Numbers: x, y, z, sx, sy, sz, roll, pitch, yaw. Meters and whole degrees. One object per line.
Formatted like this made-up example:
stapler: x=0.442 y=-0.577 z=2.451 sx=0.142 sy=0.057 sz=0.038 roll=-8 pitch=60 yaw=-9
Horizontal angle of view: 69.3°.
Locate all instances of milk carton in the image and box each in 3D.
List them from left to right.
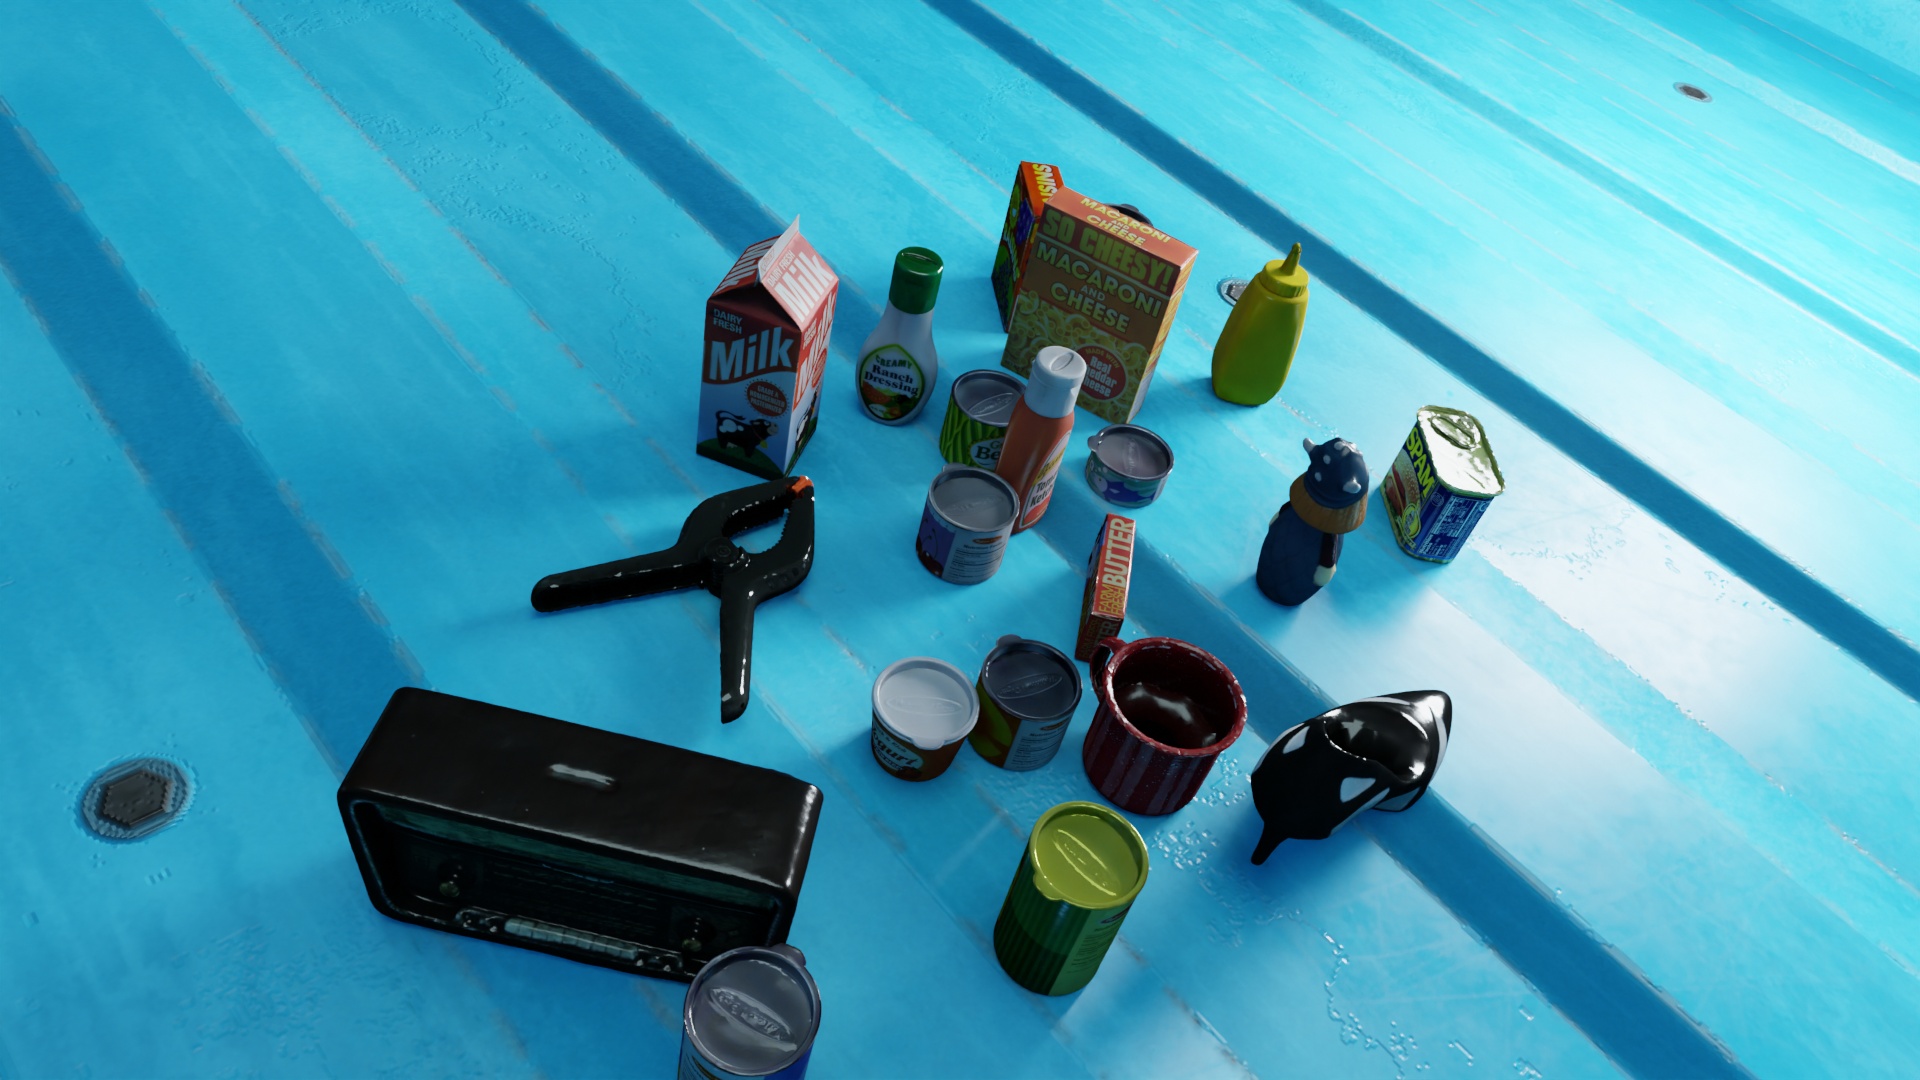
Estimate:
milk carton: x=-0.139 y=-0.139 z=0.999 sx=0.073 sy=0.189 sz=0.073 roll=20 pitch=45 yaw=4

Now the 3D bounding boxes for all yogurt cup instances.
yogurt cup: x=-0.026 y=0.115 z=0.877 sx=0.072 sy=0.053 sz=0.073 roll=8 pitch=45 yaw=-8

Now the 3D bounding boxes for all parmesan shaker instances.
parmesan shaker: x=0.057 y=0.203 z=0.778 sx=0.071 sy=0.102 sz=0.072 roll=8 pitch=45 yaw=-8

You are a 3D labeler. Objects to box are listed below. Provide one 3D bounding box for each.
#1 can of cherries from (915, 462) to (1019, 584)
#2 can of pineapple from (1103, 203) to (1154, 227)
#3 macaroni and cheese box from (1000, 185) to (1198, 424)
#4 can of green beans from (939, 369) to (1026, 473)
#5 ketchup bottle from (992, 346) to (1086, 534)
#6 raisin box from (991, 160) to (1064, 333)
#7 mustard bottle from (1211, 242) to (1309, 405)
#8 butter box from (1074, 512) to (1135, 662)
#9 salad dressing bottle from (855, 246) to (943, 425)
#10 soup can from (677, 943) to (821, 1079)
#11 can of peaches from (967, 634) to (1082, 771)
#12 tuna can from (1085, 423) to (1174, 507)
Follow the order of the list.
can of cherries: x=0.004 y=-0.013 z=1.007 sx=0.071 sy=0.058 sz=0.072 roll=8 pitch=45 yaw=-8
can of pineapple: x=0.144 y=-0.274 z=1.302 sx=0.071 sy=0.057 sz=0.071 roll=8 pitch=45 yaw=-8
macaroni and cheese box: x=0.109 y=-0.188 z=1.132 sx=0.124 sy=0.165 sz=0.040 roll=29 pitch=46 yaw=13
can of green beans: x=0.020 y=-0.091 z=1.089 sx=0.071 sy=0.057 sz=0.071 roll=8 pitch=45 yaw=-8
ketchup bottle: x=0.055 y=-0.075 z=1.018 sx=0.043 sy=0.148 sz=0.065 roll=31 pitch=47 yaw=15
raisin box: x=0.061 y=-0.255 z=1.214 sx=0.040 sy=0.122 sz=0.086 roll=3 pitch=46 yaw=-13
mustard bottle: x=0.261 y=-0.187 z=1.176 sx=0.065 sy=0.159 sz=0.049 roll=8 pitch=45 yaw=-7
butter box: x=0.104 y=0.034 z=0.992 sx=0.024 sy=0.052 sz=0.104 roll=15 pitch=45 yaw=-1
salad dressing bottle: x=-0.044 y=-0.157 z=1.073 sx=0.064 sy=0.146 sz=0.044 roll=18 pitch=45 yaw=3
soup can: x=-0.106 y=0.252 z=0.700 sx=0.071 sy=0.083 sz=0.072 roll=8 pitch=45 yaw=-8
can of peaches: x=0.039 y=0.105 z=0.902 sx=0.071 sy=0.057 sz=0.071 roll=8 pitch=45 yaw=-8
tuna can: x=0.132 y=-0.060 z=1.107 sx=0.071 sy=0.032 sz=0.071 roll=8 pitch=45 yaw=-8
